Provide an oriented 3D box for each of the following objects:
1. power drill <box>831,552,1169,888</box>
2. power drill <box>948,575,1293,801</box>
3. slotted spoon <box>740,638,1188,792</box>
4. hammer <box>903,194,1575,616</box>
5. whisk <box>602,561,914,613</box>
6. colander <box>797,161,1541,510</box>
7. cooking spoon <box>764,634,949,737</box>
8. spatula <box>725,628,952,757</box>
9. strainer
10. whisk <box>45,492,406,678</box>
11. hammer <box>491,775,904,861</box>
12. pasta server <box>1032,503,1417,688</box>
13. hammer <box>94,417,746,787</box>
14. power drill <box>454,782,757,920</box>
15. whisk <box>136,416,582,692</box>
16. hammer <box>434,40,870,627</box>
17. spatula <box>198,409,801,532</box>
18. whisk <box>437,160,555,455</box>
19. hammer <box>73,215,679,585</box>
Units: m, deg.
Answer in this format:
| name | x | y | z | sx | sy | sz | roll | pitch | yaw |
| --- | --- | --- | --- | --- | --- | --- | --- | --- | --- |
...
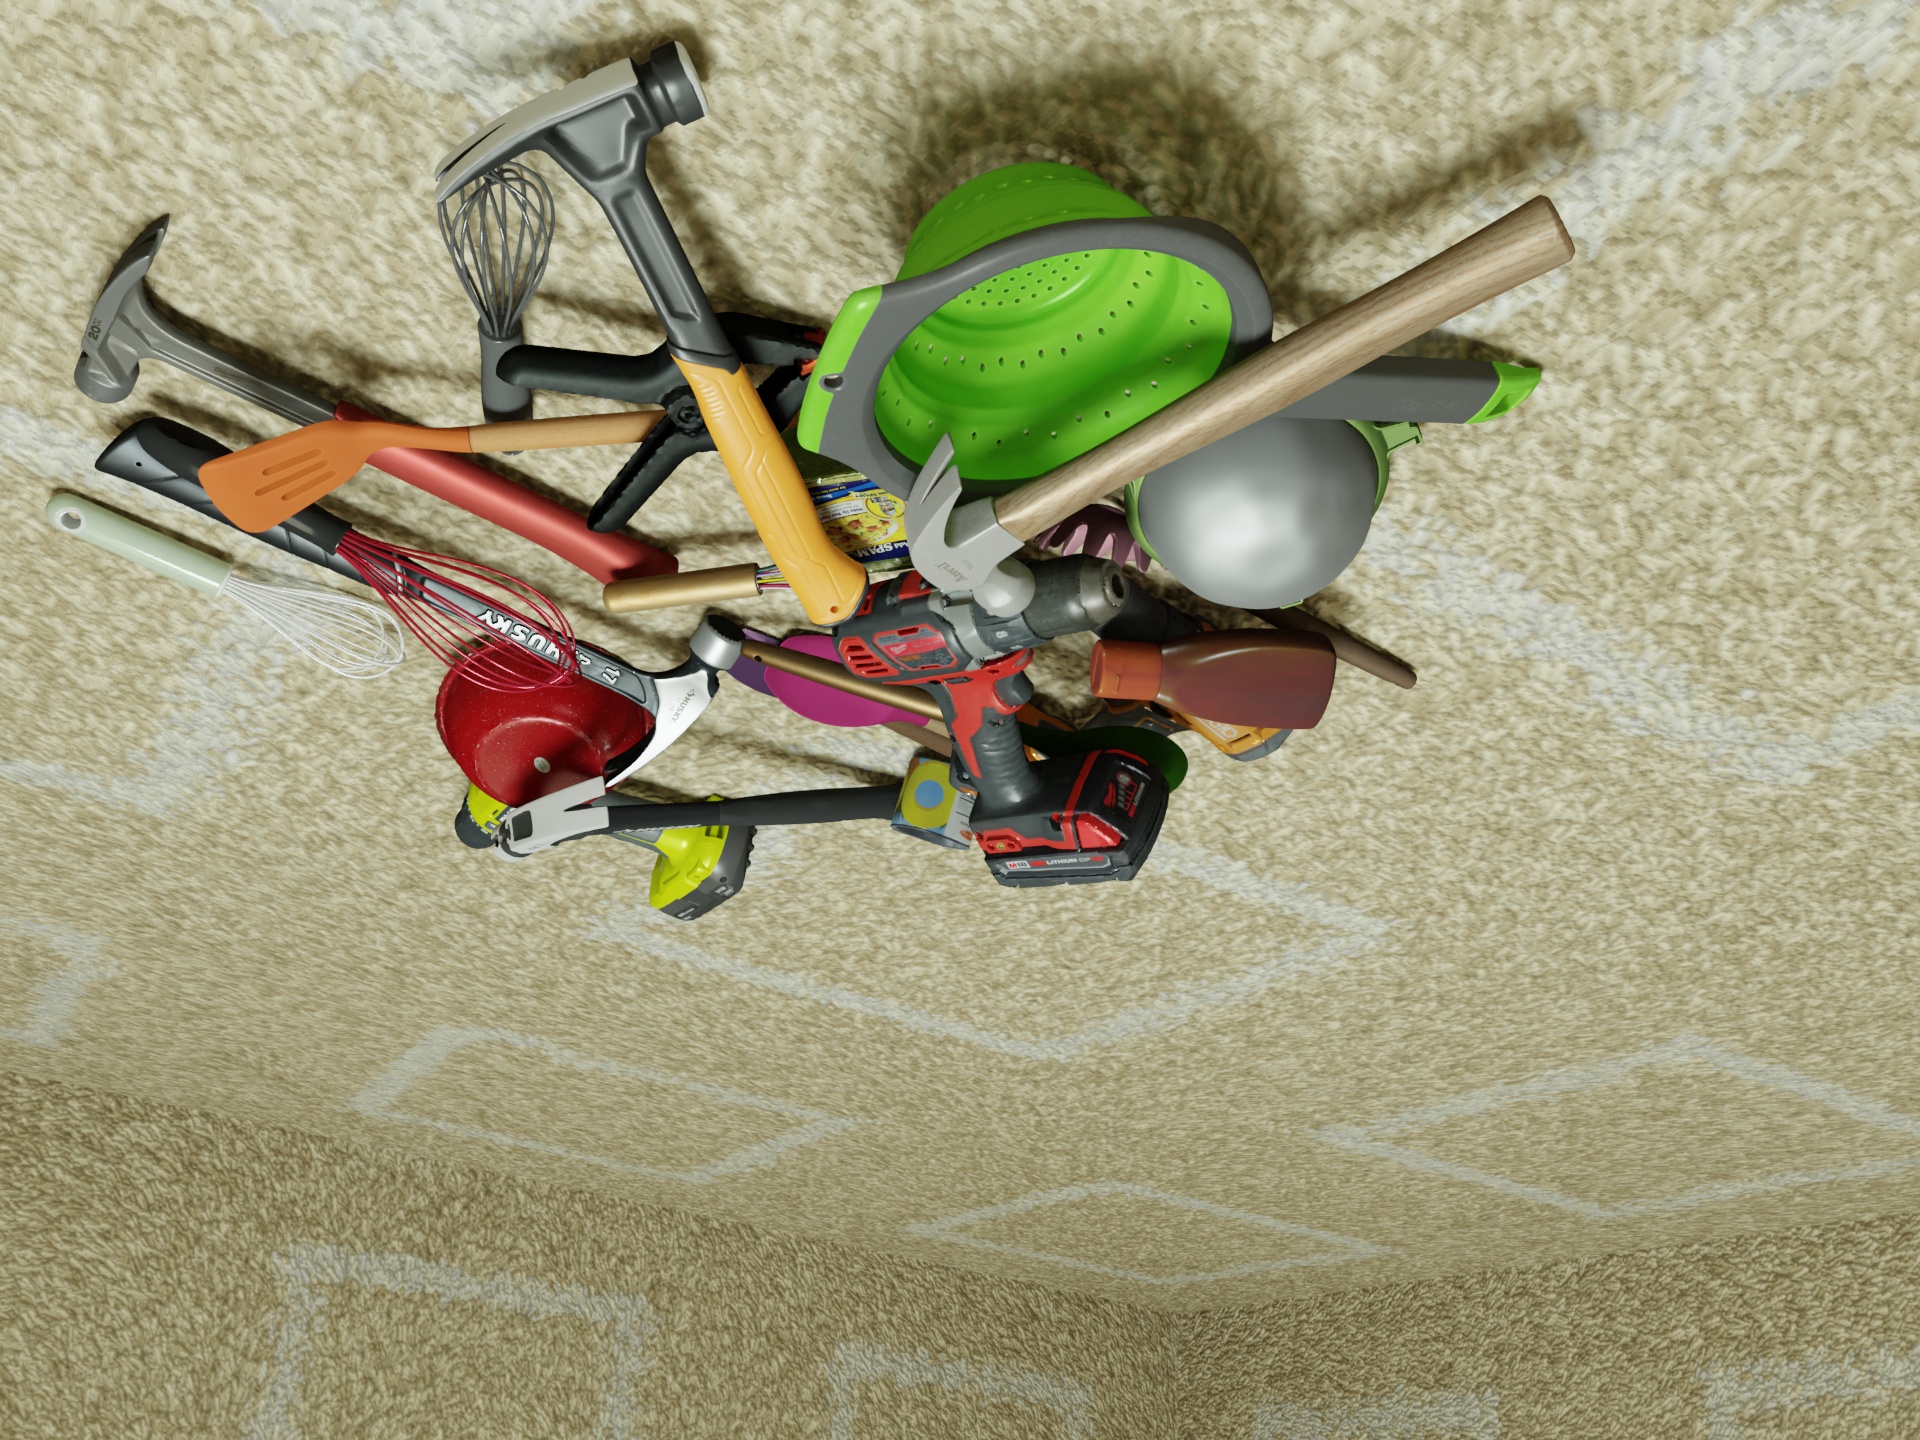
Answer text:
| name | x | y | z | sx | sy | sz | roll | pitch | yaw |
| --- | --- | --- | --- | --- | --- | --- | --- | --- | --- |
| power drill | 0.047 | -0.005 | 0.958 | 0.188 | 0.080 | 0.226 | -9 | 128 | 35 |
| power drill | 0.091 | -0.010 | 1.106 | 0.226 | 0.084 | 0.185 | -26 | 132 | 37 |
| slotted spoon | -0.002 | -0.003 | 1.069 | 0.314 | 0.031 | 0.070 | 17 | 135 | 8 |
| hammer | 0.117 | -0.145 | 0.736 | 0.331 | 0.031 | 0.130 | -26 | 153 | 23 |
| whisk | -0.105 | -0.092 | 1.002 | 0.245 | 0.047 | 0.051 | -7 | 139 | 7 |
| colander | 0.110 | -0.195 | 0.780 | 0.397 | 0.095 | 0.204 | -3 | 153 | -23 |
| cooking spoon | -0.006 | 0.006 | 1.202 | 0.318 | 0.017 | 0.068 | 22 | 114 | -30 |
| spatula | -0.046 | 0.003 | 1.211 | 0.315 | 0.018 | 0.059 | 24 | 137 | -29 |
| strainer | 0.120 | -0.120 | 0.872 | 0.256 | 0.069 | 0.151 | 11 | 139 | -18 |
| whisk | -0.500 | -0.093 | 1.098 | 0.246 | 0.059 | 0.058 | 27 | 108 | -27 |
| hammer | -0.172 | 0.069 | 1.213 | 0.334 | 0.035 | 0.146 | -2 | 167 | -36 |
| pasta server | 0.182 | -0.071 | 1.019 | 0.316 | 0.040 | 0.060 | 22 | -178 | -30 |
| hammer | -0.354 | -0.084 | 1.050 | 0.408 | 0.036 | 0.149 | 26 | 113 | -24 |
| power drill | -0.309 | 0.093 | 1.361 | 0.228 | 0.080 | 0.190 | 25 | 144 | -26 |
| whisk | -0.364 | -0.101 | 0.982 | 0.295 | 0.073 | 0.073 | 32 | 144 | -17 |
| hammer | -0.129 | -0.165 | 0.812 | 0.127 | 0.034 | 0.336 | -23 | 136 | 2 |
| spatula | -0.248 | -0.151 | 0.888 | 0.322 | 0.041 | 0.081 | -6 | 162 | -6 |
| whisk | -0.241 | -0.210 | 0.844 | 0.055 | 0.055 | 0.239 | 11 | 155 | -9 |
| hammer | -0.326 | -0.161 | 0.949 | 0.358 | 0.037 | 0.149 | 25 | 145 | -30 |
